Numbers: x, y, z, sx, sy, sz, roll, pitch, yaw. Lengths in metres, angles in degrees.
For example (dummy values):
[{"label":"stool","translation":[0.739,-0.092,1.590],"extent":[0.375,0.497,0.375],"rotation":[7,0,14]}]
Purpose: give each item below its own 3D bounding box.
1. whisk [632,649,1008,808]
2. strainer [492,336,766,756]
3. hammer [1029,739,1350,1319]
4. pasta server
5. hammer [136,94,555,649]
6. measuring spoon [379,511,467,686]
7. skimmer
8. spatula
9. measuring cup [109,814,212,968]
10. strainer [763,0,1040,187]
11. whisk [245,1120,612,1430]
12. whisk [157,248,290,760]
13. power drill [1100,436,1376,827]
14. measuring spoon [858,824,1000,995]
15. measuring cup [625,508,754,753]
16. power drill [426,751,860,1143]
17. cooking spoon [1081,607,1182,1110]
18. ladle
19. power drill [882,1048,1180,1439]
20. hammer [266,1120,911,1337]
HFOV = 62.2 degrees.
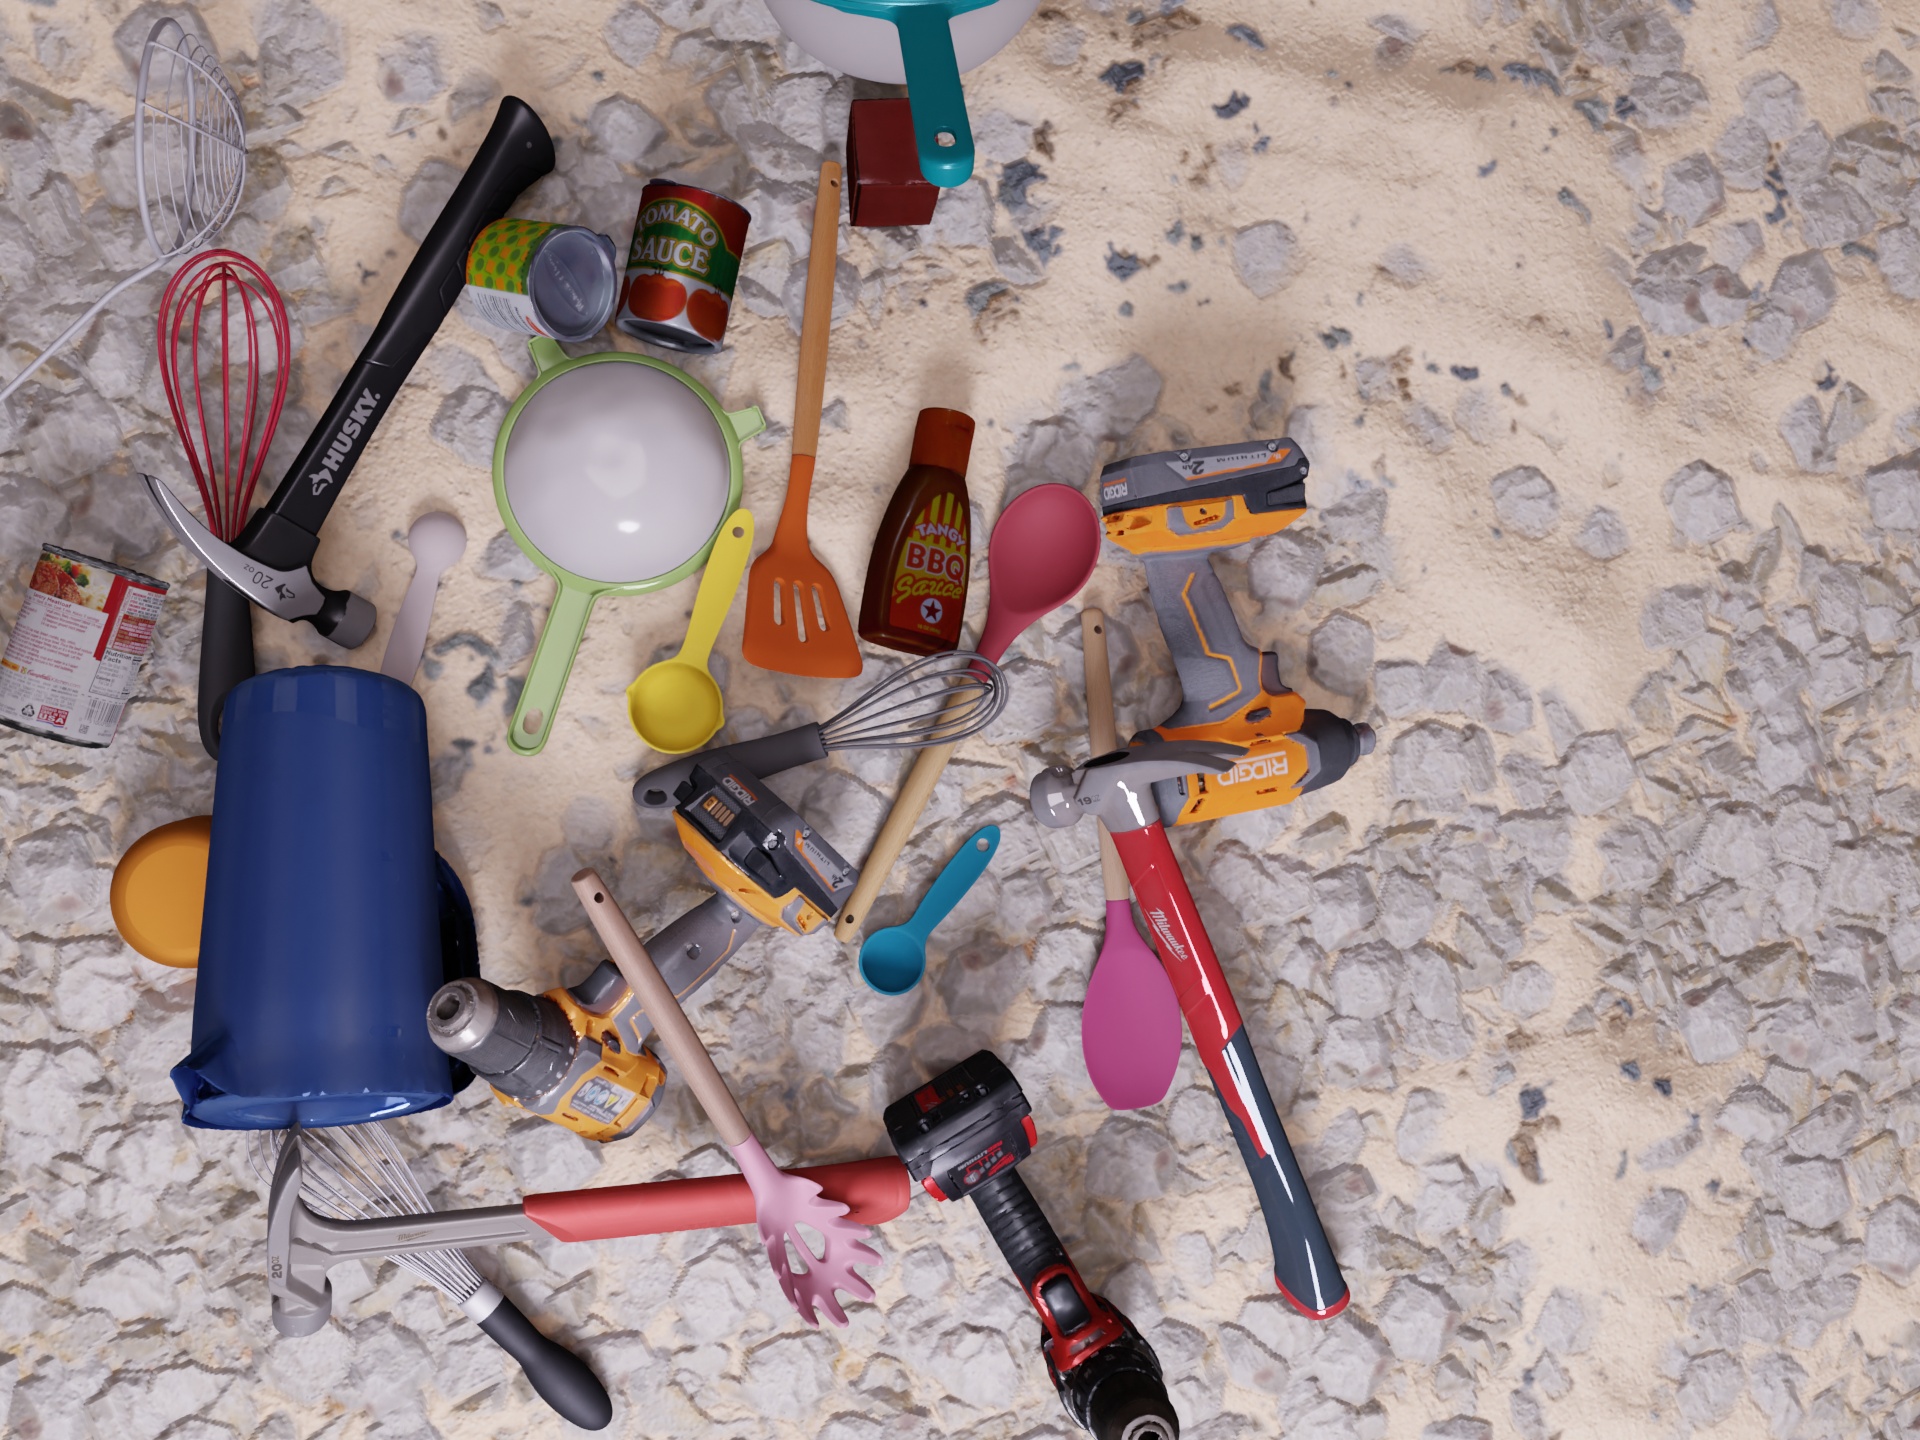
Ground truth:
[{"label":"whisk","translation":[-0.086,0.010,0.961],"extent":[0.239,0.055,0.055],"rotation":[-18,92,4]},{"label":"strainer","translation":[-0.222,-0.101,0.942],"extent":[0.151,0.069,0.256],"rotation":[19,85,-7]},{"label":"hammer","translation":[0.171,0.194,0.963],"extent":[0.038,0.143,0.386],"rotation":[-35,106,-46]},{"label":"pasta server","translation":[-0.128,0.209,0.864],"extent":[0.060,0.040,0.316],"rotation":[-38,118,-28]},{"label":"hammer","translation":[-0.334,-0.218,0.923],"extent":[0.146,0.035,0.335],"rotation":[36,77,-43]},{"label":"measuring spoon","translation":[-0.327,-0.066,0.953],"extent":[0.034,0.018,0.124],"rotation":[16,88,-8]},{"label":"skimmer","translation":[-0.534,-0.231,0.891],"extent":[0.363,0.127,0.090],"rotation":[-43,112,2]},{"label":"spatula","translation":[-0.089,-0.187,0.976],"extent":[0.081,0.041,0.322],"rotation":[7,86,-31]},{"label":"measuring cup","translation":[-0.420,0.135,0.920],"extent":[0.095,0.052,0.173],"rotation":[-33,92,-7]},{"label":"strainer","translation":[-0.026,-0.393,0.911],"extent":[0.211,0.095,0.341],"rotation":[-5,57,-5]},{"label":"whisk","translation":[-0.304,0.318,0.937],"extent":[0.070,0.070,0.284],"rotation":[-43,100,-6]},{"label":"whisk","translation":[-0.427,-0.123,0.923],"extent":[0.073,0.073,0.296],"rotation":[1,95,-8]},{"label":"power drill","translation":[0.175,-0.056,0.991],"extent":[0.164,0.084,0.226],"rotation":[-9,94,-17]},{"label":"measuring spoon","translation":[-0.017,0.117,0.998],"extent":[0.042,0.021,0.128],"rotation":[40,75,-5]},{"label":"measuring cup","translation":[-0.157,-0.055,0.974],"extent":[0.062,0.029,0.156],"rotation":[20,84,-7]},{"label":"power drill","translation":[-0.179,0.127,0.895],"extent":[0.084,0.185,0.226],"rotation":[38,81,32]},{"label":"cooking spoon","translation":[0.098,0.088,1.010],"extent":[0.068,0.017,0.319],"rotation":[-5,90,-16]},{"label":"ladle","translation":[-0.002,-0.003,0.993],"extent":[0.069,0.031,0.315],"rotation":[27,88,12]},{"label":"power drill","translation":[0.047,0.314,0.919],"extent":[0.080,0.188,0.227],"rotation":[-30,89,-8]},{"label":"hammer","translation":[-0.197,0.273,0.901],"extent":[0.359,0.037,0.149],"rotation":[1,127,-24]}]
